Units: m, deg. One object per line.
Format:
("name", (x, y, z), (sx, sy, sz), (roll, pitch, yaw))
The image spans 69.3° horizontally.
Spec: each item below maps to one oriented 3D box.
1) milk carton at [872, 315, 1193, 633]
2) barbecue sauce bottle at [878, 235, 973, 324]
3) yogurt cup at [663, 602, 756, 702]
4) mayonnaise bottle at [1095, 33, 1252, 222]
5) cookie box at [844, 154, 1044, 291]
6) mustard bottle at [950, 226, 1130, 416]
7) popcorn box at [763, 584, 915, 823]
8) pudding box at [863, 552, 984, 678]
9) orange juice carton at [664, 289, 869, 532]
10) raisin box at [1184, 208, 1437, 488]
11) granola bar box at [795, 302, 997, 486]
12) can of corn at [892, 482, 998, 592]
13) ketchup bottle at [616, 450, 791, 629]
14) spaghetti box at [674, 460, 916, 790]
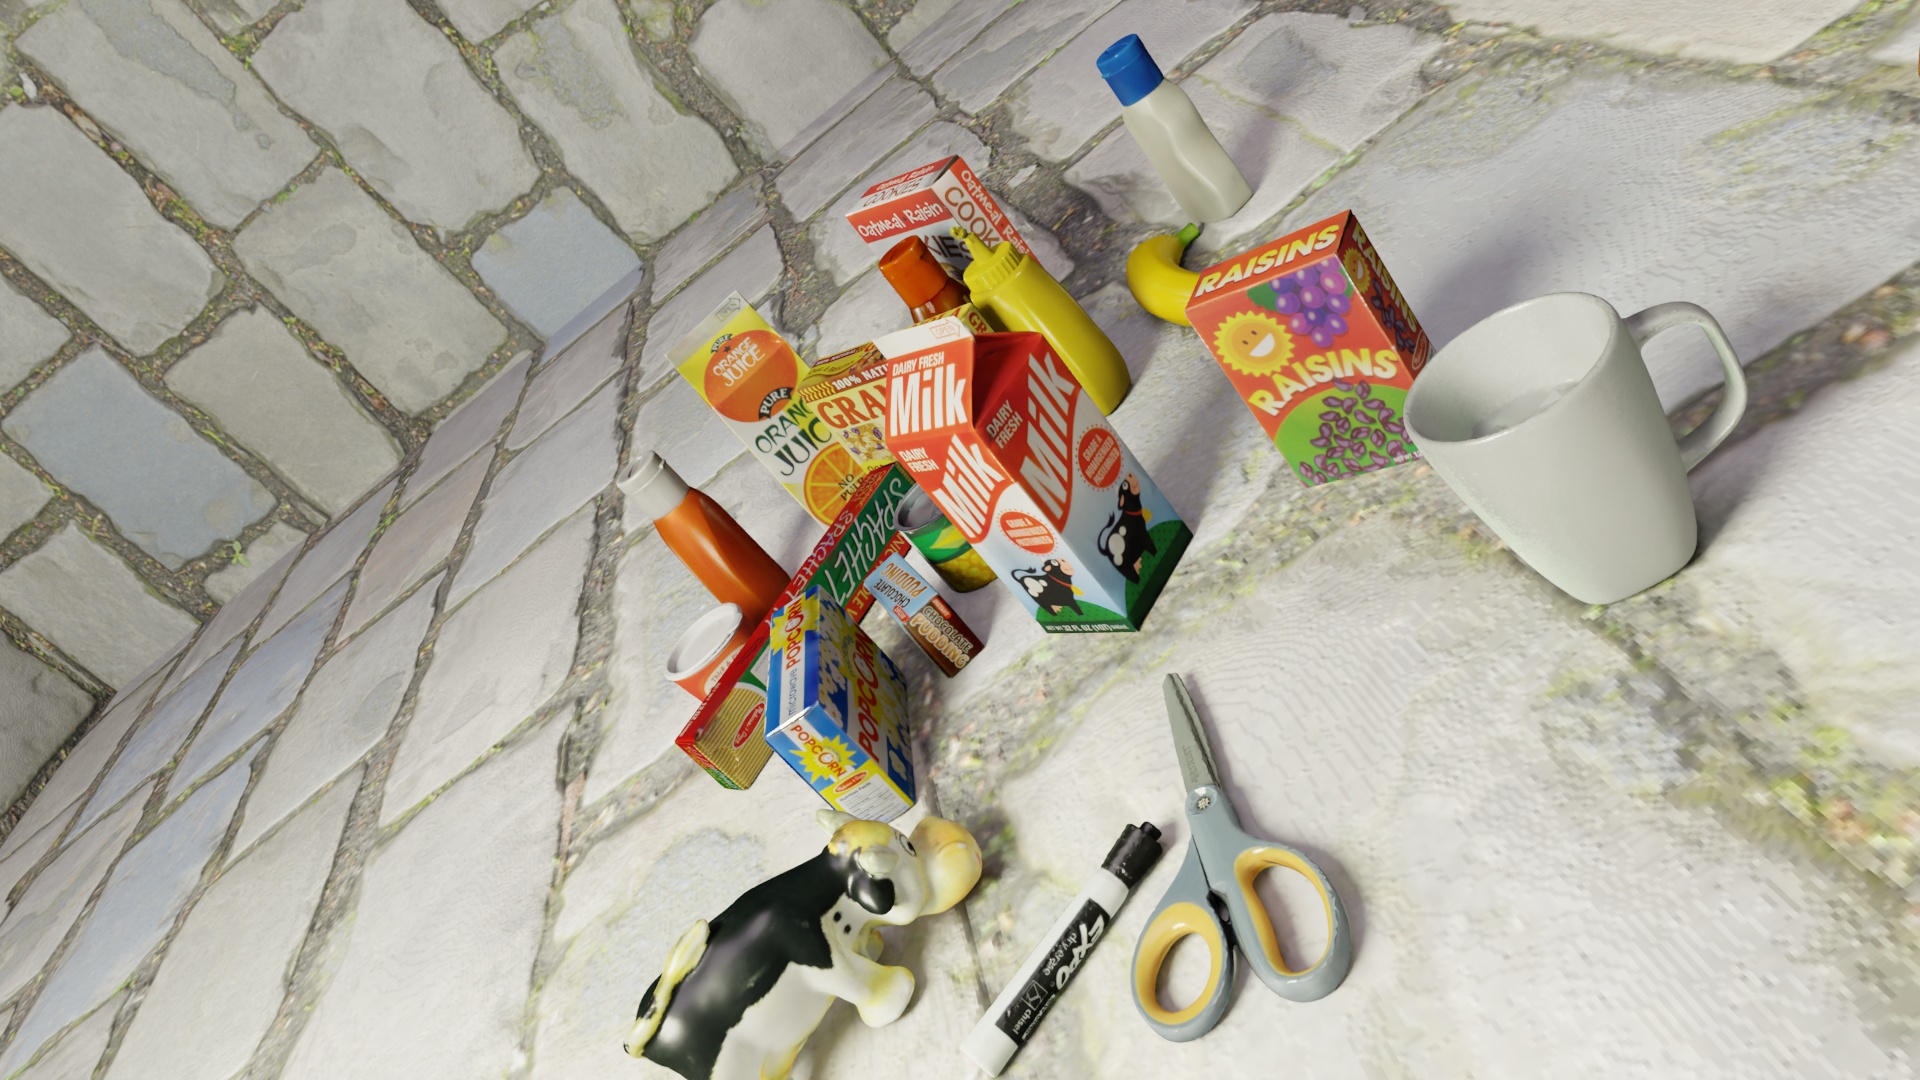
("milk carton", (0.032, -0.040, 0.722), (0.072, 0.190, 0.074), (-7, 41, 51))
("barbecue sauce bottle", (-0.001, -0.151, 1.000), (0.043, 0.148, 0.065), (-22, 31, 34))
("yogurt cup", (-0.161, 0.084, 0.950), (0.072, 0.054, 0.073), (-32, 26, 18))
("mayonnaise bottle", (0.156, -0.304, 1.031), (0.041, 0.147, 0.065), (-45, 25, -10))
("cookie box", (0.004, -0.207, 1.062), (0.040, 0.167, 0.123), (-52, 27, -22))
("mustard bottle", (0.047, -0.147, 0.912), (0.065, 0.160, 0.049), (-3, 44, 53))
("popcorn box", (-0.067, 0.091, 0.771), (0.038, 0.085, 0.127), (-35, 25, 12))
("pudding box", (-0.023, 0.043, 0.831), (0.030, 0.049, 0.084), (-43, 25, -4))
("orange juice carton", (-0.127, -0.089, 1.023), (0.072, 0.192, 0.073), (-43, 25, -4))
("raisin box", (0.179, -0.090, 0.679), (0.086, 0.123, 0.040), (-16, 35, 42))
("granola bar box", (-0.018, -0.086, 0.946), (0.165, 0.124, 0.039), (-11, 38, 47))
("can of corn", (0.003, -0.011, 0.872), (0.071, 0.058, 0.071), (-32, 26, 18))
("ketchup bottle", (-0.186, -0.002, 1.015), (0.043, 0.148, 0.065), (-32, 26, 18))
("spaghetti box", (-0.096, 0.051, 0.920), (0.028, 0.050, 0.251), (-10, 39, 48))
